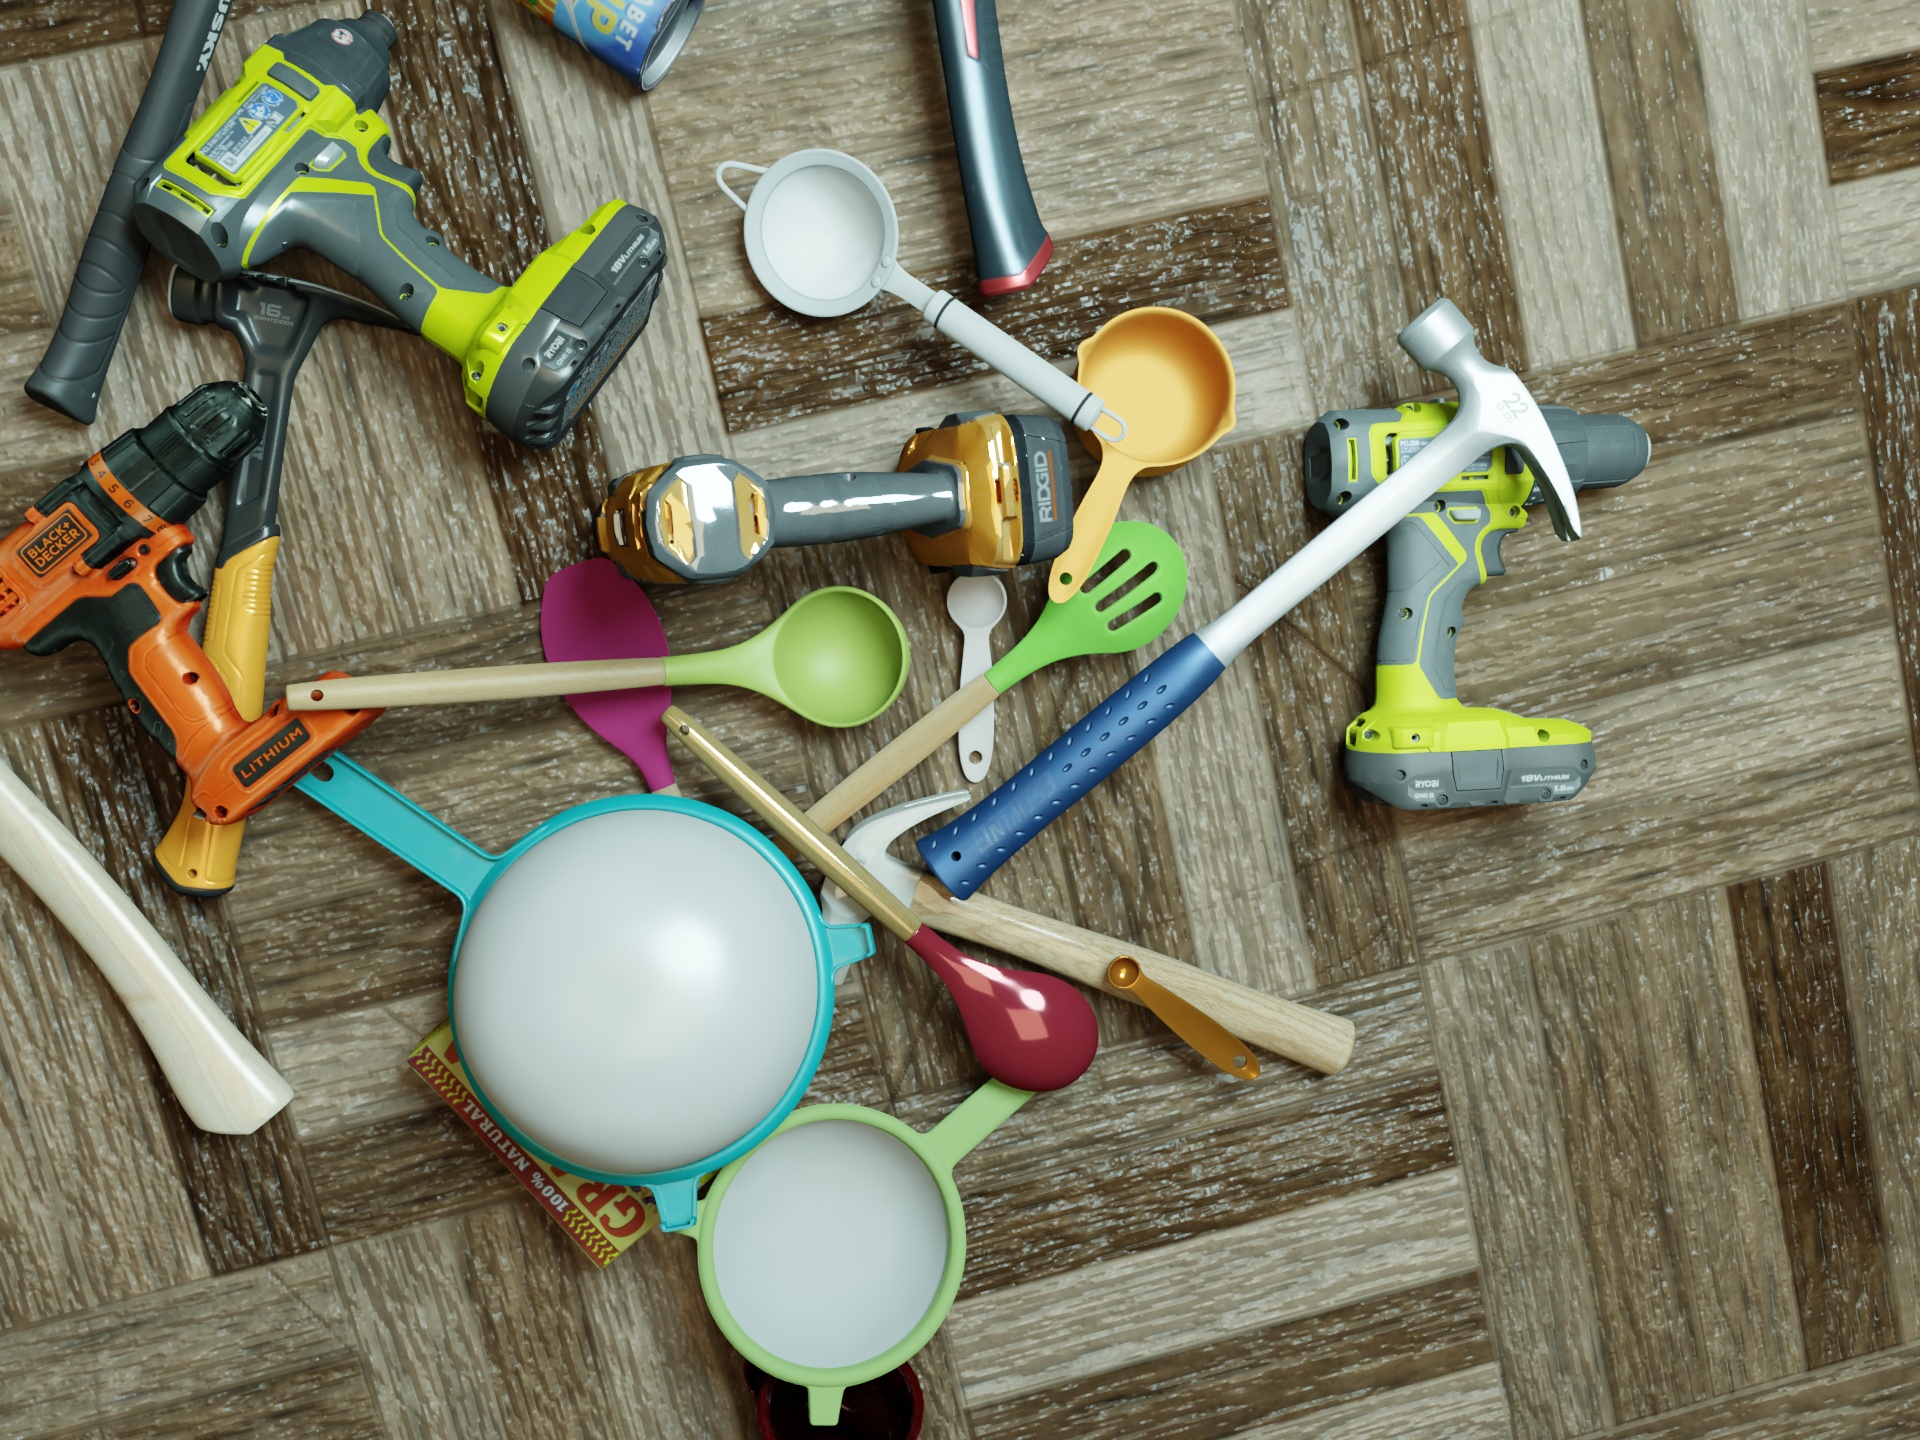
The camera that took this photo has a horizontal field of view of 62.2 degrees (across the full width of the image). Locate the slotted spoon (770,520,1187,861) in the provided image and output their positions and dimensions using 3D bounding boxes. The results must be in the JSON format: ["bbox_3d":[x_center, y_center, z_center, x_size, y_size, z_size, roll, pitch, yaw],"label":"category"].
[{"bbox_3d":[-0.001,-0.003,0.897,0.314,0.031,0.070,-38,98,4],"label":"slotted spoon"}]

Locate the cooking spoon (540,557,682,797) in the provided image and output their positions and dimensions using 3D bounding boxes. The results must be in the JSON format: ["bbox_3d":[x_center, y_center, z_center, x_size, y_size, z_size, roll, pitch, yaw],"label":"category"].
[{"bbox_3d":[-0.160,0.062,0.904,0.069,0.017,0.319,-19,98,6],"label":"cooking spoon"}]

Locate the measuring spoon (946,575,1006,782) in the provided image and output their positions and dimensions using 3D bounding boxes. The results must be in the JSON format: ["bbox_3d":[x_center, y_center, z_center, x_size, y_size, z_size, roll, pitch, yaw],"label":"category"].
[{"bbox_3d":[0.008,-0.026,0.916,0.034,0.018,0.124,-1,103,-8],"label":"measuring spoon"}]

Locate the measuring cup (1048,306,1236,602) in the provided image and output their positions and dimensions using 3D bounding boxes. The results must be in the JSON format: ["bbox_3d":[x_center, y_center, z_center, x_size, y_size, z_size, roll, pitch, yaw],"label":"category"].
[{"bbox_3d":[0.086,-0.141,0.881,0.095,0.052,0.173,26,87,-4],"label":"measuring cup"}]

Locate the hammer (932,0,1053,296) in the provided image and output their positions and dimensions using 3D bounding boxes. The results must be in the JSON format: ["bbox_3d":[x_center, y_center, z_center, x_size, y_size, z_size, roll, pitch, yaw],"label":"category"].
[{"bbox_3d":[-0.019,-0.410,0.800,0.143,0.038,0.386,-17,106,-27],"label":"hammer"}]

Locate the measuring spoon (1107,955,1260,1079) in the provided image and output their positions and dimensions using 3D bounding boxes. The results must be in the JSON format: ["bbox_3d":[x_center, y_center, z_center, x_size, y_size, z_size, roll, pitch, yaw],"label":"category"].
[{"bbox_3d":[0.130,0.173,0.922,0.117,0.011,0.021,39,93,-13],"label":"measuring spoon"}]

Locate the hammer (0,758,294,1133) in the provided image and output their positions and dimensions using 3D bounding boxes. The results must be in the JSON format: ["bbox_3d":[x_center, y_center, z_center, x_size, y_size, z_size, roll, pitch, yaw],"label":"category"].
[{"bbox_3d":[-0.500,0.053,0.859,0.146,0.038,0.410,-38,99,-2],"label":"hammer"}]

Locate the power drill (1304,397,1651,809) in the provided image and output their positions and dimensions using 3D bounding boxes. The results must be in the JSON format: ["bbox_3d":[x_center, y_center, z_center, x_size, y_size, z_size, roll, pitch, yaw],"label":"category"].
[{"bbox_3d":[0.300,-0.070,0.909,0.190,0.080,0.228,-3,94,-5],"label":"power drill"}]

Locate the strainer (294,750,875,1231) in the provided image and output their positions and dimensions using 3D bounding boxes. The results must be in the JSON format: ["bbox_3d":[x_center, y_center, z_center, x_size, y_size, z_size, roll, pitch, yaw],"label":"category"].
[{"bbox_3d":[-0.227,0.106,0.828,0.340,0.095,0.211,34,86,2],"label":"strainer"}]

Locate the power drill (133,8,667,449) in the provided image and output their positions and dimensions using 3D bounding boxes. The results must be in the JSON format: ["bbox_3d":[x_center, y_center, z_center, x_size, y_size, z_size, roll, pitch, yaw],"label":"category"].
[{"bbox_3d":[-0.271,-0.256,0.813,0.223,0.080,0.171,32,66,-7],"label":"power drill"}]

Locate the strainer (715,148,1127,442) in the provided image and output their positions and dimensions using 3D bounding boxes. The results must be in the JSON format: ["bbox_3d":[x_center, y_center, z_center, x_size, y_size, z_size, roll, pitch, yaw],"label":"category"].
[{"bbox_3d":[-0.018,-0.224,0.853,0.258,0.050,0.087,36,115,5],"label":"strainer"}]

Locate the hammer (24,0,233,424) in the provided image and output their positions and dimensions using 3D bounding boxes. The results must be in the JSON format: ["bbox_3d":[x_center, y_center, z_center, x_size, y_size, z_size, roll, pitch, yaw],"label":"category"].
[{"bbox_3d":[-0.398,-0.303,0.799,0.035,0.146,0.334,26,105,-8],"label":"hammer"}]

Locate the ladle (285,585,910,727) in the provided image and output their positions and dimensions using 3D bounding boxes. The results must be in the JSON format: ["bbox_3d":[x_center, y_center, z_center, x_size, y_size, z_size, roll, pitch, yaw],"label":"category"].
[{"bbox_3d":[-0.180,-0.025,0.832,0.320,0.062,0.078,-5,89,-23],"label":"ladle"}]

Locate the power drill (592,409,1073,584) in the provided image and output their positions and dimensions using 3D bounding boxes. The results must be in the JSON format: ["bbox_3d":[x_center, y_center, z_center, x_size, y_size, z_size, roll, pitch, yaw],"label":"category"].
[{"bbox_3d":[-0.078,-0.110,0.836,0.226,0.185,0.084,-9,98,-24],"label":"power drill"}]

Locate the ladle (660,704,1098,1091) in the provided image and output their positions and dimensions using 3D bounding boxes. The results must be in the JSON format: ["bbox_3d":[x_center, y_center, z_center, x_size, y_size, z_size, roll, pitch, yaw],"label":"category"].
[{"bbox_3d":[-0.045,0.099,0.885,0.315,0.031,0.069,42,92,-6],"label":"ladle"}]

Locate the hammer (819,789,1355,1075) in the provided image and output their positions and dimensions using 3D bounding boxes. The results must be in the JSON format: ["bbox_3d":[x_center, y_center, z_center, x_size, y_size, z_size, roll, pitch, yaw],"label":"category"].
[{"bbox_3d":[0.079,0.138,0.932,0.331,0.031,0.130,20,94,-8],"label":"hammer"}]

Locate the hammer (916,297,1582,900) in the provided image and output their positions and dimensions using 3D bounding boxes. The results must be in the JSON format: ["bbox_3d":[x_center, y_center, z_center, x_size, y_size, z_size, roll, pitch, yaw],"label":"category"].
[{"bbox_3d":[0.147,-0.040,0.859,0.405,0.035,0.144,-40,89,6],"label":"hammer"}]

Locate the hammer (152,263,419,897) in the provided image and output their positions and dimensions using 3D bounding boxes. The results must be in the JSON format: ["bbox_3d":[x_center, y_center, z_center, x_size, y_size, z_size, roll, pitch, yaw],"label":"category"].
[{"bbox_3d":[-0.379,-0.068,0.858,0.127,0.034,0.337,10,95,-6],"label":"hammer"}]

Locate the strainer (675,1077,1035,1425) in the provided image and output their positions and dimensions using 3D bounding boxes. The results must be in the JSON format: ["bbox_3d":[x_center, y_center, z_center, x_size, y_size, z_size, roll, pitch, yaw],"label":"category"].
[{"bbox_3d":[-0.037,0.265,0.926,0.256,0.069,0.151,-37,88,-18],"label":"strainer"}]
